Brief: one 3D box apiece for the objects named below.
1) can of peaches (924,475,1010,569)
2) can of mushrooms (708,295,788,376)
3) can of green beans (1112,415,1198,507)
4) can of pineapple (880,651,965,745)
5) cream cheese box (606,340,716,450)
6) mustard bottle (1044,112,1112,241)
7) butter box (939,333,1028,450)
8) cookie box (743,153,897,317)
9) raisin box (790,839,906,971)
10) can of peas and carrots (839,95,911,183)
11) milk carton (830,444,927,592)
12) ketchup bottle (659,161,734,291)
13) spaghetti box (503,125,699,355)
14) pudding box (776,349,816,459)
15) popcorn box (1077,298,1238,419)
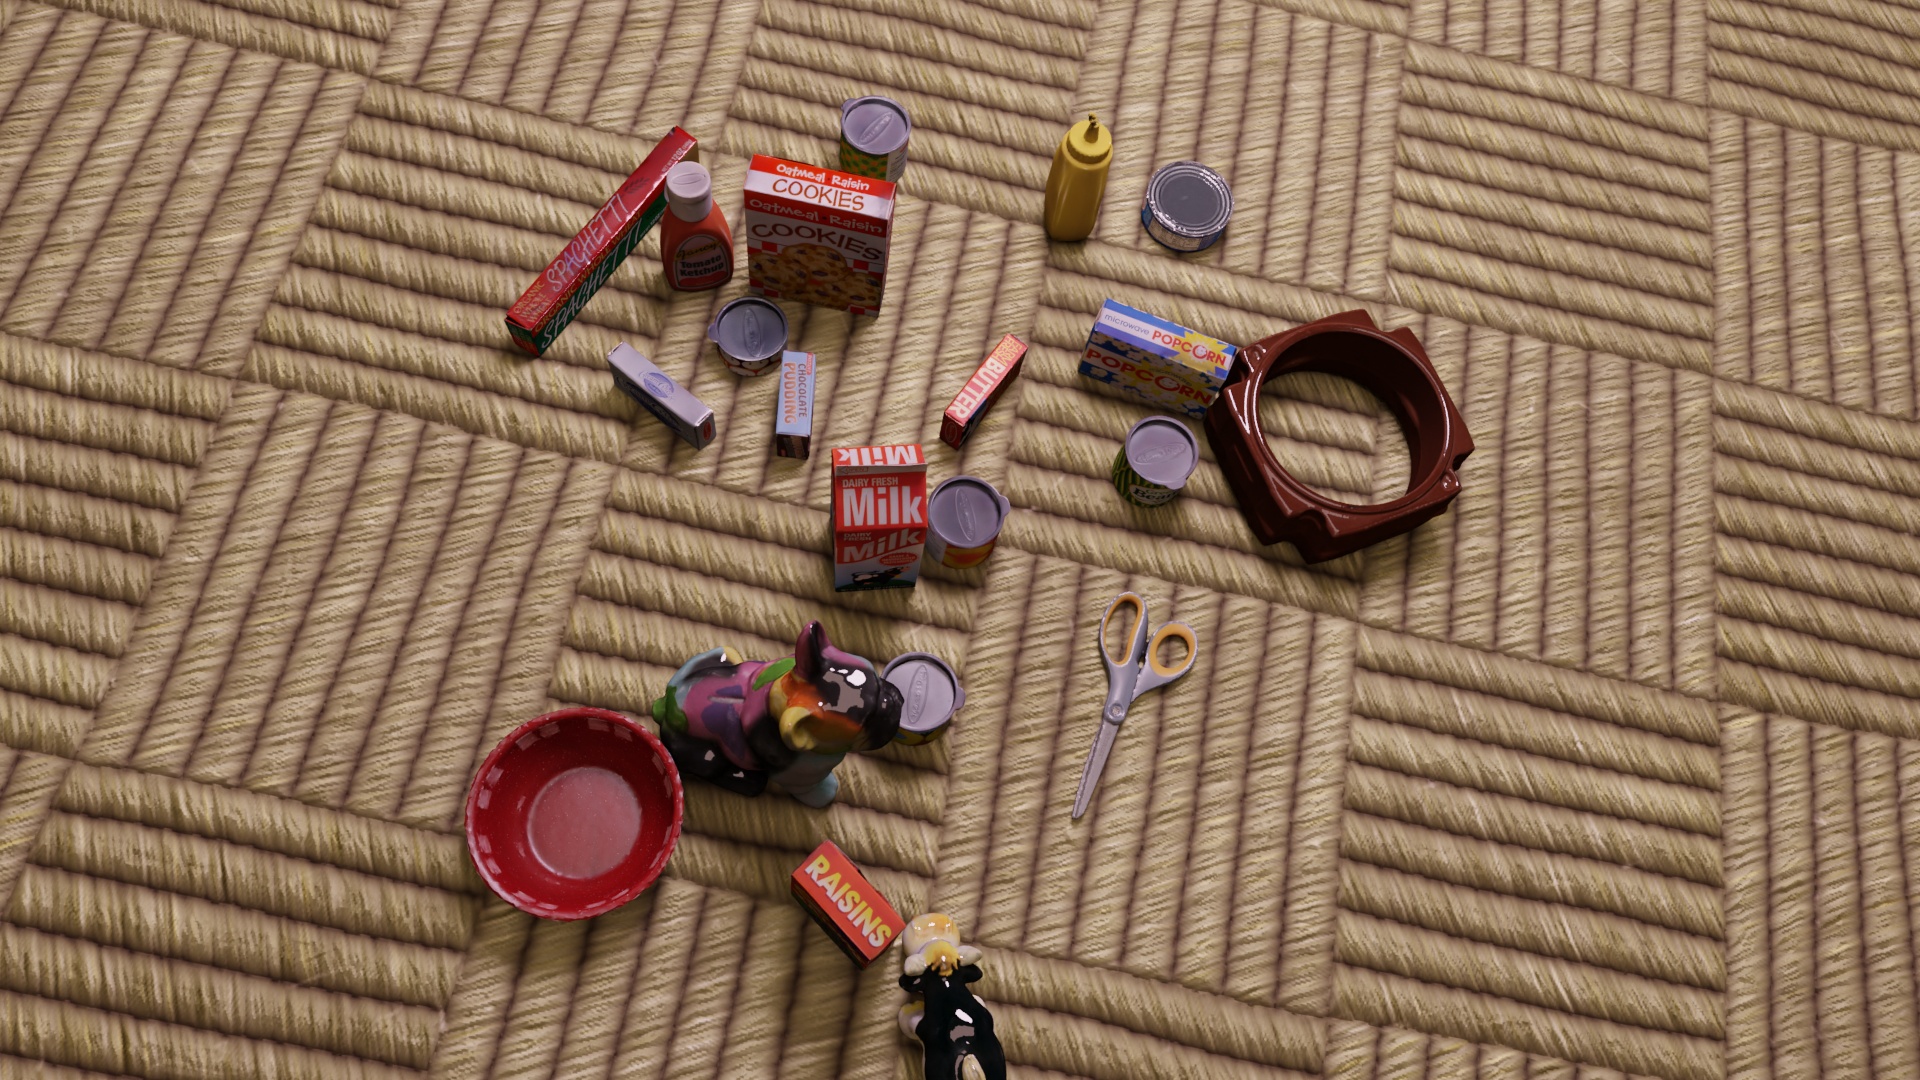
[{"bbox_3d":[0.004,-0.015,1.195,0.071,0.058,0.071,2,69,-6],"label":"can of peaches"},{"bbox_3d":[-0.190,-0.183,1.250,0.071,0.033,0.071,2,69,-6],"label":"can of mushrooms"},{"bbox_3d":[0.172,-0.069,1.236,0.071,0.057,0.071,2,69,-6],"label":"can of green beans"},{"bbox_3d":[-0.035,0.131,1.135,0.071,0.057,0.071,2,69,-6],"label":"can of pineapple"},{"bbox_3d":[-0.260,-0.125,1.209,0.104,0.053,0.024,38,70,8],"label":"cream cheese box"},{"bbox_3d":[0.111,-0.339,1.277,0.049,0.159,0.065,-2,70,-7],"label":"mustard bottle"},{"bbox_3d":[0.020,-0.134,1.245,0.024,0.053,0.104,35,69,7],"label":"butter box"},{"bbox_3d":[-0.124,-0.264,1.217,0.123,0.166,0.040,11,69,-2],"label":"cookie box"},{"bbox_3d":[-0.085,0.275,1.038,0.040,0.123,0.086,-41,79,-18],"label":"raisin box"},{"bbox_3d":[-0.084,-0.381,1.325,0.071,0.058,0.071,2,69,-6],"label":"can of peas and carrots"},{"bbox_3d":[-0.068,-0.023,1.119,0.072,0.189,0.073,-3,70,-8],"label":"milk carton"},{"bbox_3d":[-0.234,-0.275,1.218,0.065,0.148,0.043,-14,72,-11],"label":"ketchup bottle"},{"bbox_3d":[-0.321,-0.273,1.260,0.029,0.050,0.251,32,69,6],"label":"spaghetti box"},{"bbox_3d":[-0.144,-0.120,1.222,0.030,0.049,0.084,4,69,-5],"label":"pudding box"},{"bbox_3d":[0.176,-0.164,1.258,0.127,0.085,0.038,21,69,2],"label":"popcorn box"}]
